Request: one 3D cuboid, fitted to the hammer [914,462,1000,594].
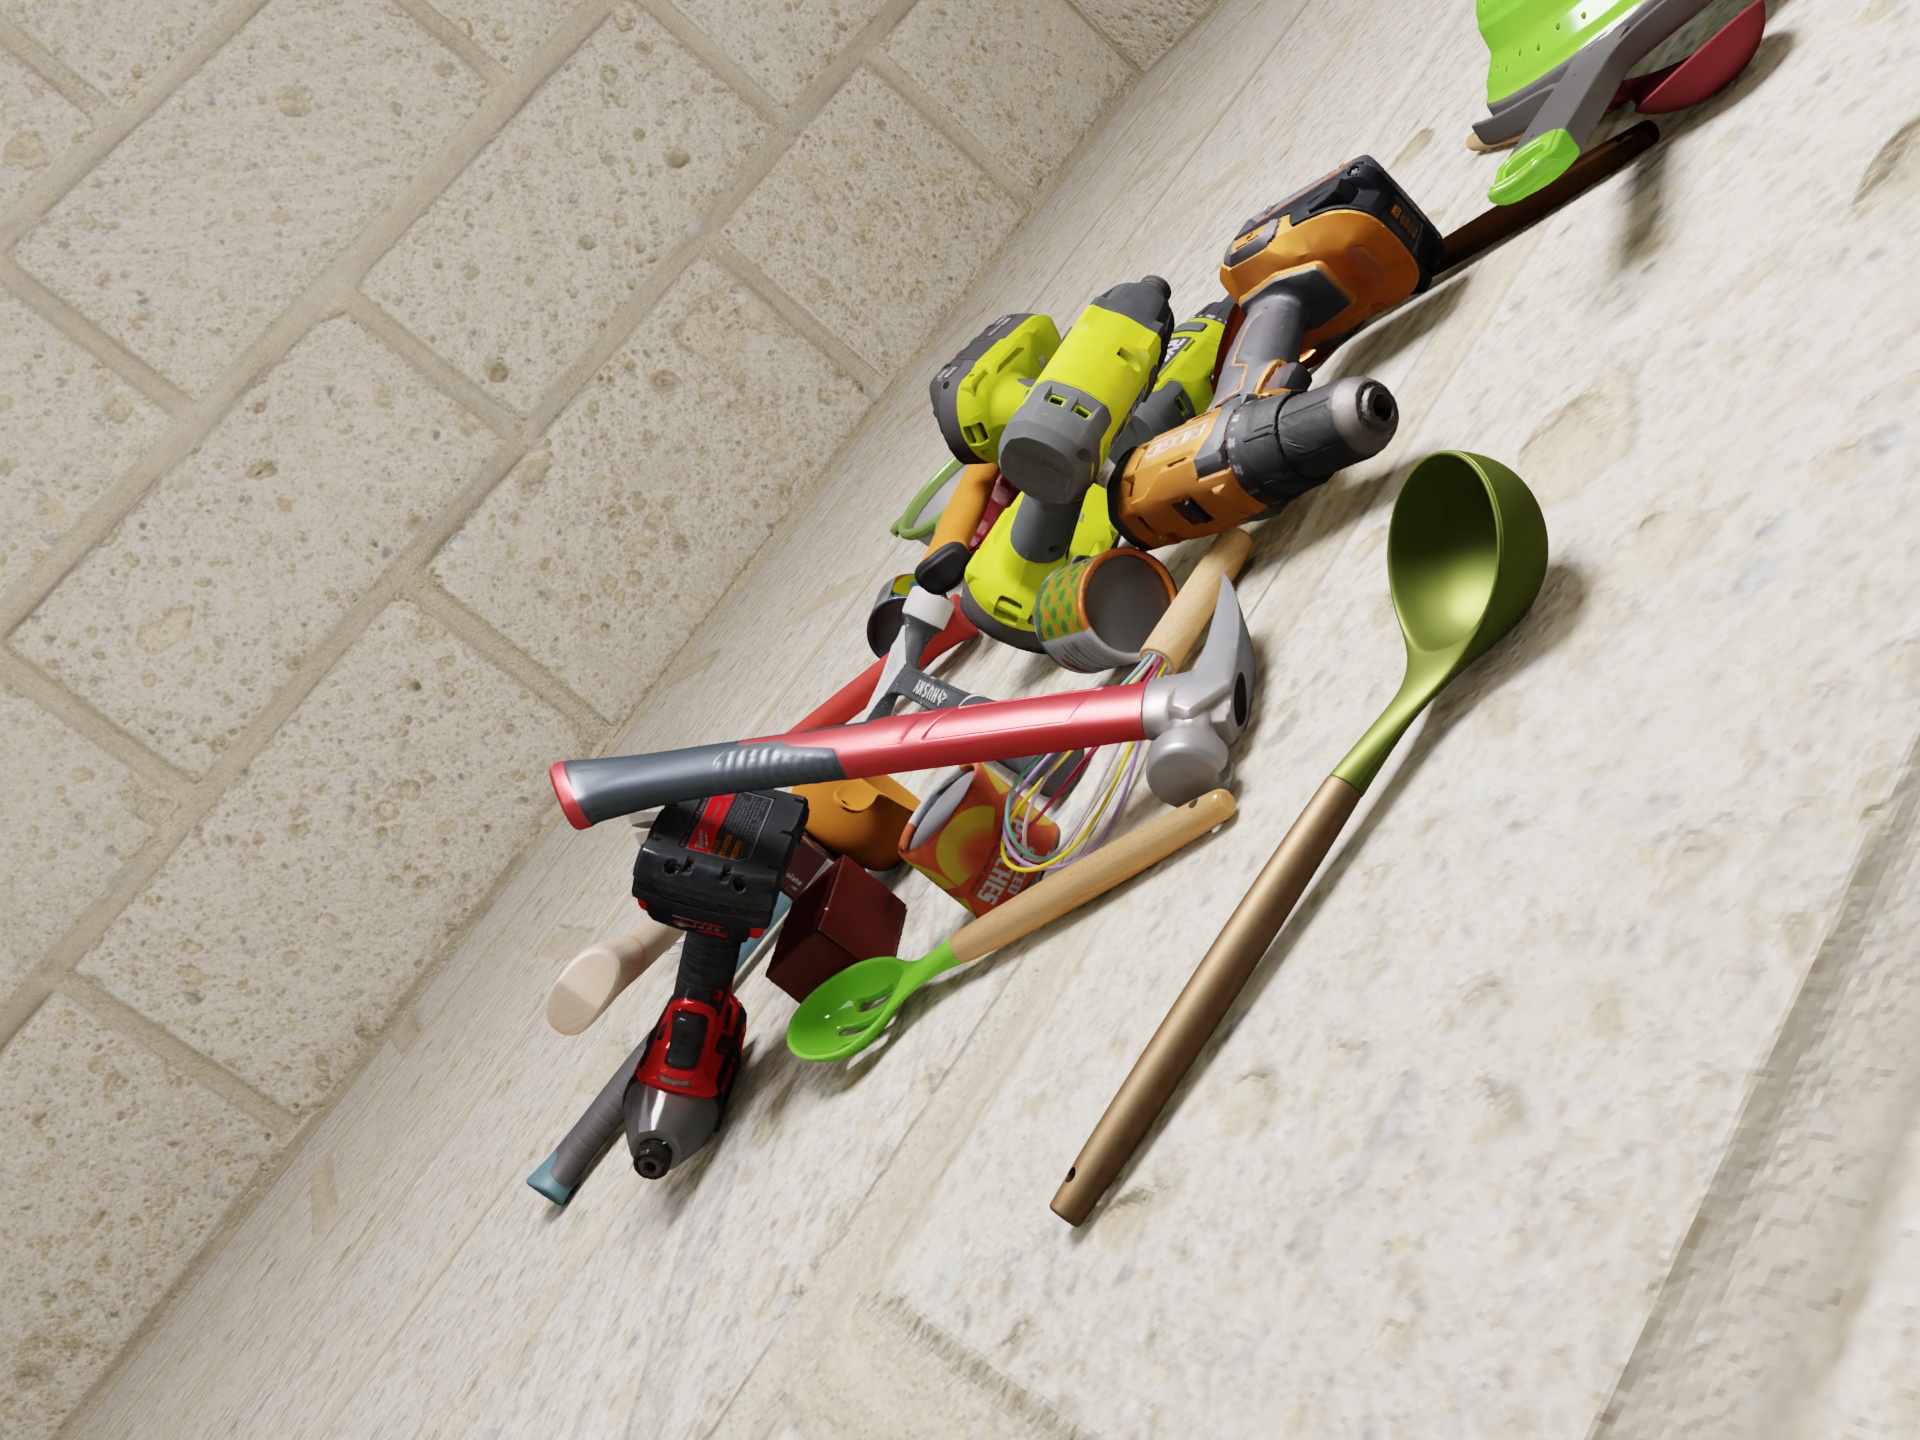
[{"bbox_3d":[0.012,-0.199,1.295,0.127,0.034,0.337,-31,23,32],"label":"hammer"}]

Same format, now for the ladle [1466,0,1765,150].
[{"bbox_3d":[0.355,-0.350,0.901,0.069,0.031,0.315,-39,13,3],"label":"ladle"}]

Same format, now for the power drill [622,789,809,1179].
[{"bbox_3d":[-0.152,0.152,0.924,0.143,0.078,0.219,-77,1,-63],"label":"power drill"}]

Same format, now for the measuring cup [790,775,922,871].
[{"bbox_3d":[-0.070,0.060,0.976,0.052,0.095,0.173,-55,-2,6],"label":"measuring cup"}]

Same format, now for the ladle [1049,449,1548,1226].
[{"bbox_3d":[0.117,0.039,0.582,0.320,0.062,0.078,-55,12,-9],"label":"ladle"}]

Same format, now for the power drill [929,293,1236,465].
[{"bbox_3d":[0.109,-0.256,1.178,0.229,0.080,0.190,8,46,42],"label":"power drill"}]

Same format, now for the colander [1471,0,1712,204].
[{"bbox_3d":[0.316,-0.377,0.828,0.204,0.094,0.397,-29,16,46],"label":"colander"}]

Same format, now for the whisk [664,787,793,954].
[{"bbox_3d":[-0.171,0.101,1.327,0.246,0.057,0.059,-46,49,4],"label":"whisk"}]

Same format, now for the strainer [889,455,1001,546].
[{"bbox_3d":[0.055,-0.236,1.444,0.256,0.069,0.151,-46,19,-9],"label":"strainer"}]

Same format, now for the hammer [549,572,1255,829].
[{"bbox_3d":[-0.042,0.004,0.818,0.386,0.038,0.143,-8,36,24],"label":"hammer"}]

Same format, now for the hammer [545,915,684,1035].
[{"bbox_3d":[-0.209,0.150,1.098,0.146,0.038,0.410,-57,-1,7],"label":"hammer"}]

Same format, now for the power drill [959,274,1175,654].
[{"bbox_3d":[0.071,-0.158,0.991,0.171,0.080,0.223,-59,-9,-31],"label":"power drill"}]

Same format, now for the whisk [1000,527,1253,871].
[{"bbox_3d":[0.089,-0.016,0.832,0.245,0.051,0.047,-54,9,-28],"label":"whisk"}]

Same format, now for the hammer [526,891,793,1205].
[{"bbox_3d":[-0.194,0.208,1.134,0.331,0.033,0.128,-51,15,-5],"label":"hammer"}]

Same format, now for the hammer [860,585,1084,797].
[{"bbox_3d":[-0.002,-0.003,1.051,0.149,0.036,0.409,-65,17,2],"label":"hammer"}]

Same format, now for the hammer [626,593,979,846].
[{"bbox_3d":[-0.124,0.004,1.337,0.359,0.037,0.149,-36,-14,32],"label":"hammer"}]

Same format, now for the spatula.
[{"bbox_3d":[0.267,-0.272,0.942,0.322,0.041,0.081,-22,48,59],"label":"spatula"}]

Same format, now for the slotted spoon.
[{"bbox_3d":[0.016,0.104,0.778,0.313,0.031,0.070,-35,21,40],"label":"slotted spoon"}]

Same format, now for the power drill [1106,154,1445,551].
[{"bbox_3d":[0.187,-0.202,0.867,0.185,0.084,0.226,-13,43,57],"label":"power drill"}]
